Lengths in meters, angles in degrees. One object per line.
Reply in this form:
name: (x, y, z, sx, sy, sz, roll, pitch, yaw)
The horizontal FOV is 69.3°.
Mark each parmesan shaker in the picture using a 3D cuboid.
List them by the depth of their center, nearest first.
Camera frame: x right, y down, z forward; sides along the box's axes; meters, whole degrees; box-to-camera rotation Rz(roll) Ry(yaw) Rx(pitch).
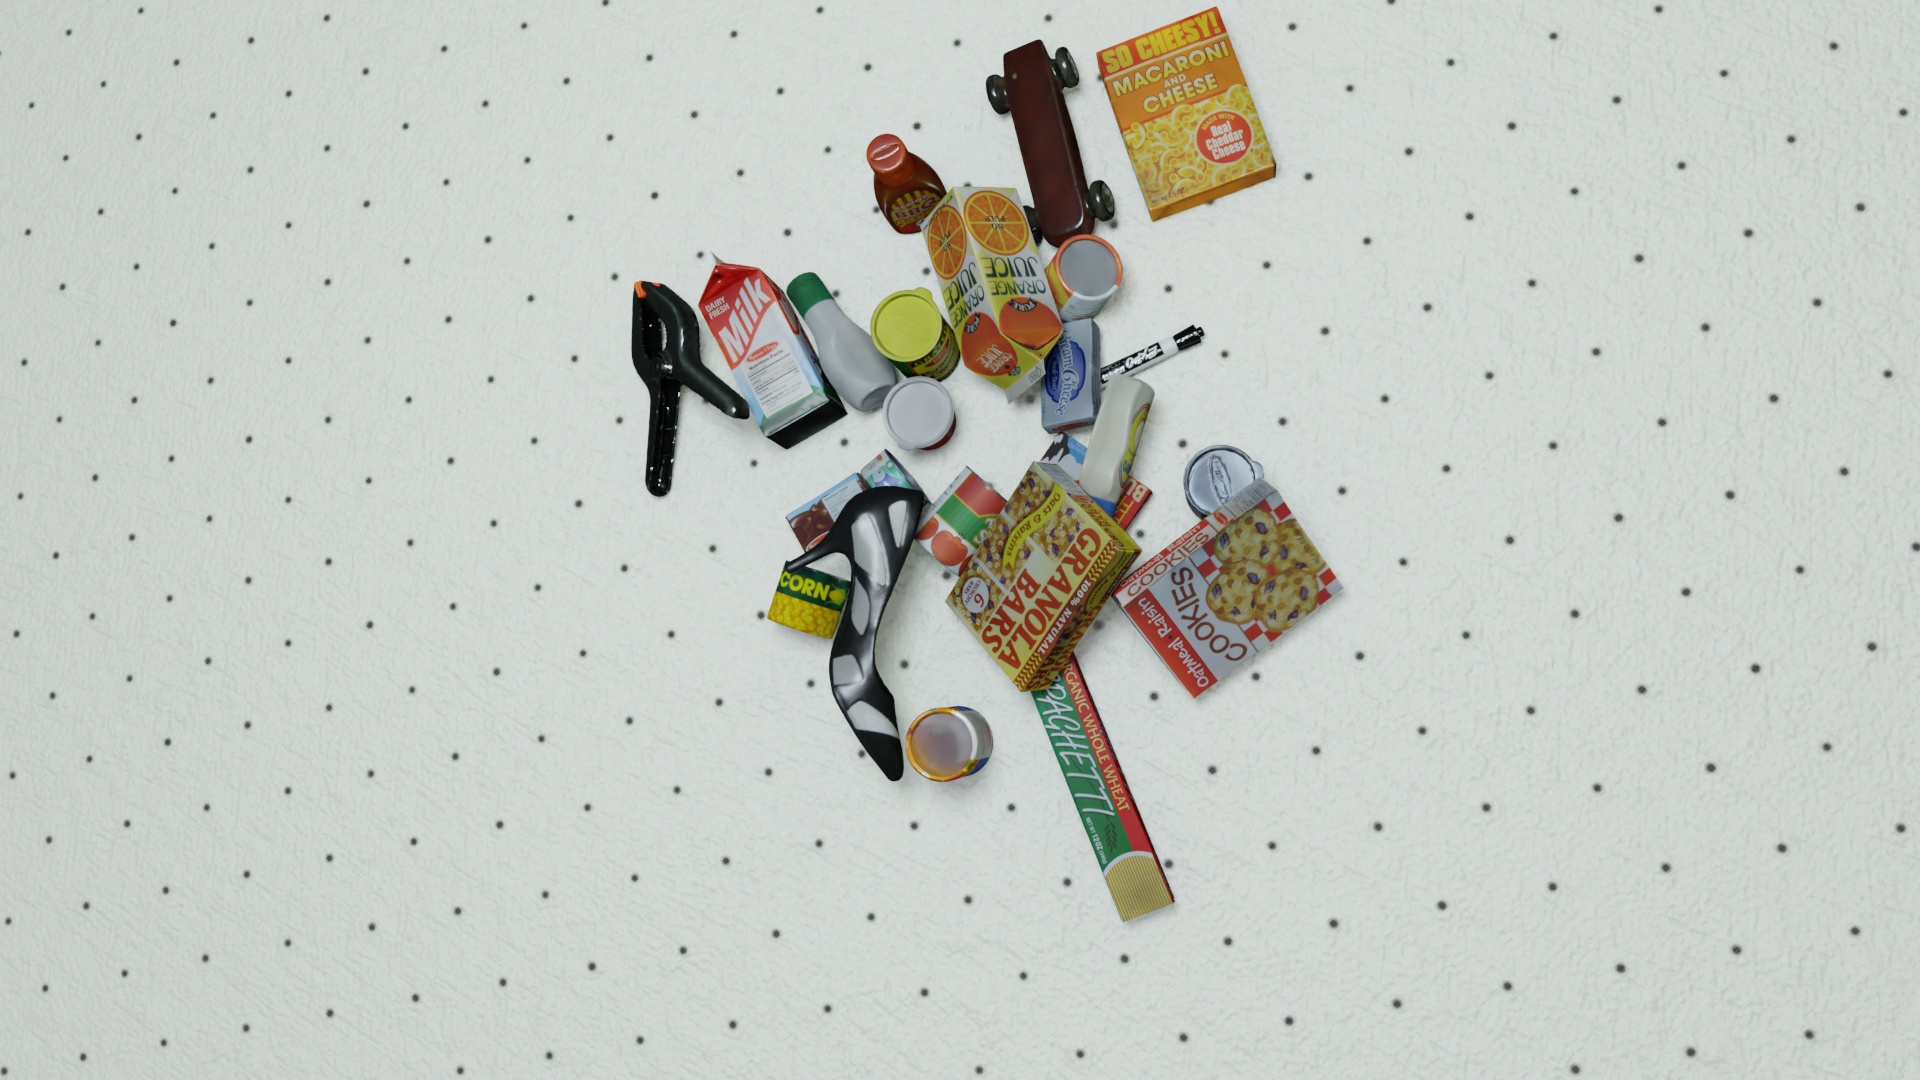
parmesan shaker: (-0.038, -0.190, 1.298, 0.071, 0.103, 0.071, -1, 83, 10)

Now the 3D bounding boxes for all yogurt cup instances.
yogurt cup: (-0.035, -0.117, 1.313, 0.072, 0.054, 0.072, -1, 83, 10)

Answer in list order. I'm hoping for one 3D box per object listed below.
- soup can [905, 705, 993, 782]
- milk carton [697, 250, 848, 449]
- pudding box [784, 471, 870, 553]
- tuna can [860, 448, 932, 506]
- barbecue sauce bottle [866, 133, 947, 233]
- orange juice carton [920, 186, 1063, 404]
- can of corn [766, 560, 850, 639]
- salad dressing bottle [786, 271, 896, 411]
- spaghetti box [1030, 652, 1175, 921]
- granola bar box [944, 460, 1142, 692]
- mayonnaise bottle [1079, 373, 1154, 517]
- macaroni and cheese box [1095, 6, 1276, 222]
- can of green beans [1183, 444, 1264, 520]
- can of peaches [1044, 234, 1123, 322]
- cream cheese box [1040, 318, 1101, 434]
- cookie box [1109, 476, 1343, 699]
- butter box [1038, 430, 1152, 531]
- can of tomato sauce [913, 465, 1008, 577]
soup can: (-0.012, 0.184, 1.255, 0.071, 0.083, 0.071, -1, 83, 11)
milk carton: (-0.189, -0.191, 1.342, 0.073, 0.072, 0.191, -29, 80, 6)
pudding box: (-0.119, -0.023, 1.329, 0.083, 0.030, 0.050, -32, 80, 5)
tuna can: (-0.060, -0.049, 1.304, 0.033, 0.071, 0.071, -39, 78, 5)
barbecue sauce bottle: (-0.053, -0.334, 1.296, 0.065, 0.148, 0.044, -23, 79, 7)
orange juice carton: (0.033, -0.226, 1.287, 0.073, 0.071, 0.193, -8, 74, -32)
can of corn: (-0.143, 0.055, 1.302, 0.071, 0.071, 0.058, 18, 87, 12)
salad dressing bottle: (-0.117, -0.194, 1.339, 0.148, 0.064, 0.043, 57, 139, 18)
spaghetti box: (0.122, 0.216, 1.255, 0.050, 0.028, 0.250, -23, 79, 8)
granola bar box: (0.071, 0.032, 1.232, 0.124, 0.039, 0.164, 48, 119, 32)
mayonnaise bottle: (0.134, -0.072, 1.248, 0.041, 0.065, 0.148, 16, 90, 20)
macaroni and cheese box: (0.212, -0.402, 1.313, 0.124, 0.040, 0.166, -19, 80, 8)
can of green beans: (0.235, -0.049, 1.254, 0.071, 0.058, 0.071, -1, 83, 10)
can of peaches: (0.111, -0.246, 1.291, 0.071, 0.058, 0.071, 2, 78, -11)
cream cheese box: (0.103, -0.153, 1.291, 0.053, 0.024, 0.104, -9, 67, 25)
cookie box: (0.233, 0.043, 1.221, 0.167, 0.040, 0.122, -37, 114, 4)
butter box: (0.122, -0.052, 1.292, 0.103, 0.024, 0.053, 34, 90, 13)
can of tomato sauce: (0.005, -0.016, 1.287, 0.071, 0.071, 0.083, 42, 92, 12)
